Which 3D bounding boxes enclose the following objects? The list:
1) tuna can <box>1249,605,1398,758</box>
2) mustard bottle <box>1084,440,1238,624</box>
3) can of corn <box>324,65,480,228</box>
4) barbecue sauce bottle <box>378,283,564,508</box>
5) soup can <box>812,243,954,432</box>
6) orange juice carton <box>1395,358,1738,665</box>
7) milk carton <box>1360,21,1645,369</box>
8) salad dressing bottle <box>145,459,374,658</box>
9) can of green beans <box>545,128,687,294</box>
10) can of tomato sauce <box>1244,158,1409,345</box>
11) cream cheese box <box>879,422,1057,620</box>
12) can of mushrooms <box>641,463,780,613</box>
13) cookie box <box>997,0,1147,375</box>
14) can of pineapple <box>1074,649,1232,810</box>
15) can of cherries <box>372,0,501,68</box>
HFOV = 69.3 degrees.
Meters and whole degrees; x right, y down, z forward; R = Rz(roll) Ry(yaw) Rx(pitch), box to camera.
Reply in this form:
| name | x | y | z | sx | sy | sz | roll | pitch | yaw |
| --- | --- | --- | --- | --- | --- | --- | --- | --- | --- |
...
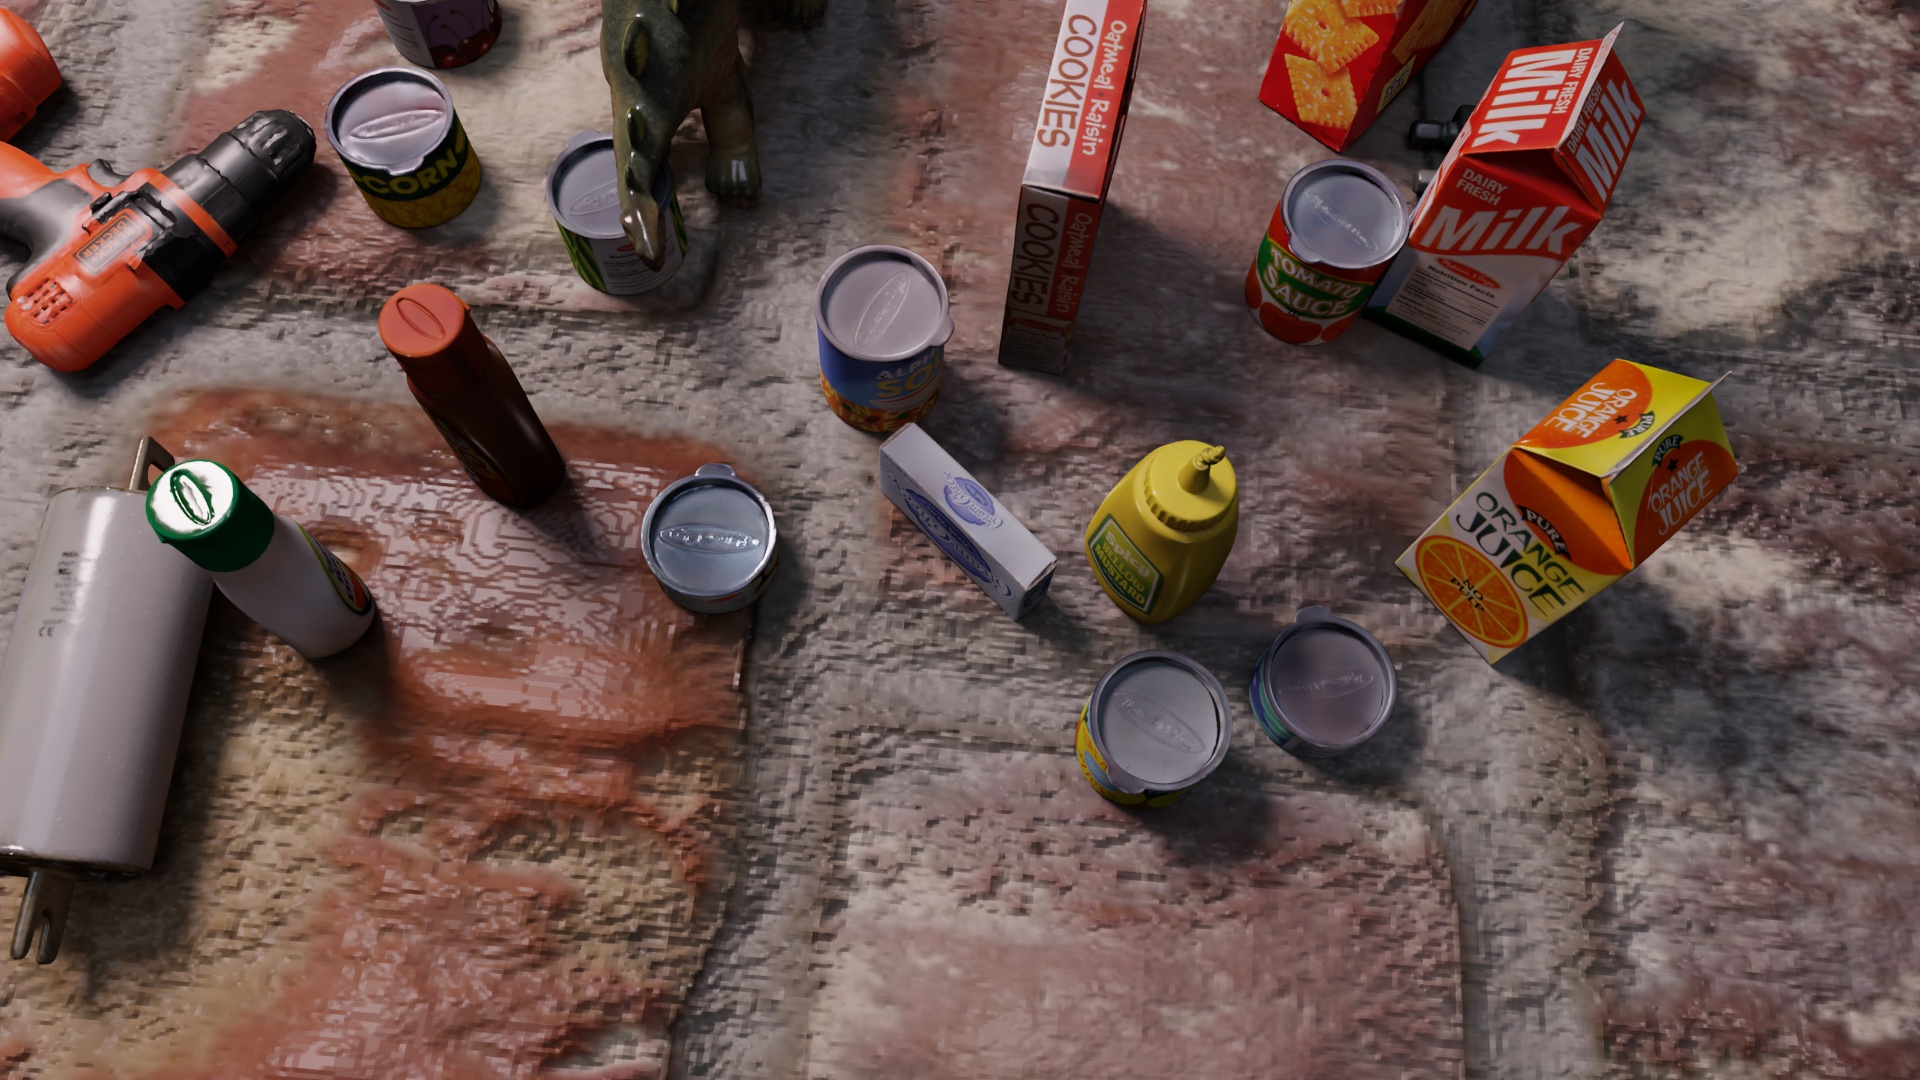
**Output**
| name | x | y | z | sx | sy | sz | roll | pitch | yaw |
| --- | --- | --- | --- | --- | --- | --- | --- | --- | --- |
| tuna can | 0.177 | 0.071 | 0.685 | 0.071 | 0.032 | 0.071 | 1 | 69 | -3 |
| mustard bottle | 0.097 | -0.010 | 0.644 | 0.049 | 0.159 | 0.065 | -36 | 75 | -15 |
| can of corn | -0.301 | -0.211 | 0.756 | 0.071 | 0.058 | 0.071 | 1 | 69 | -3 |
| barbecue sauce bottle | -0.231 | -0.068 | 0.656 | 0.065 | 0.148 | 0.044 | 40 | 73 | 12 |
| soup can | -0.038 | -0.100 | 0.713 | 0.071 | 0.083 | 0.071 | 1 | 69 | -3 |
| orange juice carton | 0.280 | -0.015 | 0.638 | 0.072 | 0.192 | 0.073 | -36 | 75 | -15 |
| milk carton | 0.276 | -0.172 | 0.700 | 0.073 | 0.189 | 0.072 | 27 | 70 | 7 |
| salad dressing bottle | -0.310 | 0.010 | 0.622 | 0.044 | 0.147 | 0.064 | -35 | 75 | -14 |
| can of green beans | -0.184 | -0.175 | 0.748 | 0.071 | 0.057 | 0.071 | 1 | 69 | -3 |
| can of tomato sauce | 0.193 | -0.151 | 0.745 | 0.071 | 0.082 | 0.071 | 1 | 69 | -3 |
| cream cheese box | 0.002 | -0.009 | 0.696 | 0.024 | 0.053 | 0.104 | -42 | 76 | -16 |
| can of mushrooms | -0.124 | 0.000 | 0.696 | 0.071 | 0.033 | 0.071 | 1 | 69 | -3 |
| cookie box | 0.055 | -0.177 | 0.703 | 0.040 | 0.166 | 0.123 | 12 | 69 | 2 |
| can of pineapple | 0.088 | 0.092 | 0.659 | 0.071 | 0.057 | 0.071 | 1 | 69 | -3 |
| can of cherries | -0.301 | -0.317 | 0.798 | 0.071 | 0.058 | 0.072 | 1 | 69 | -3 |
